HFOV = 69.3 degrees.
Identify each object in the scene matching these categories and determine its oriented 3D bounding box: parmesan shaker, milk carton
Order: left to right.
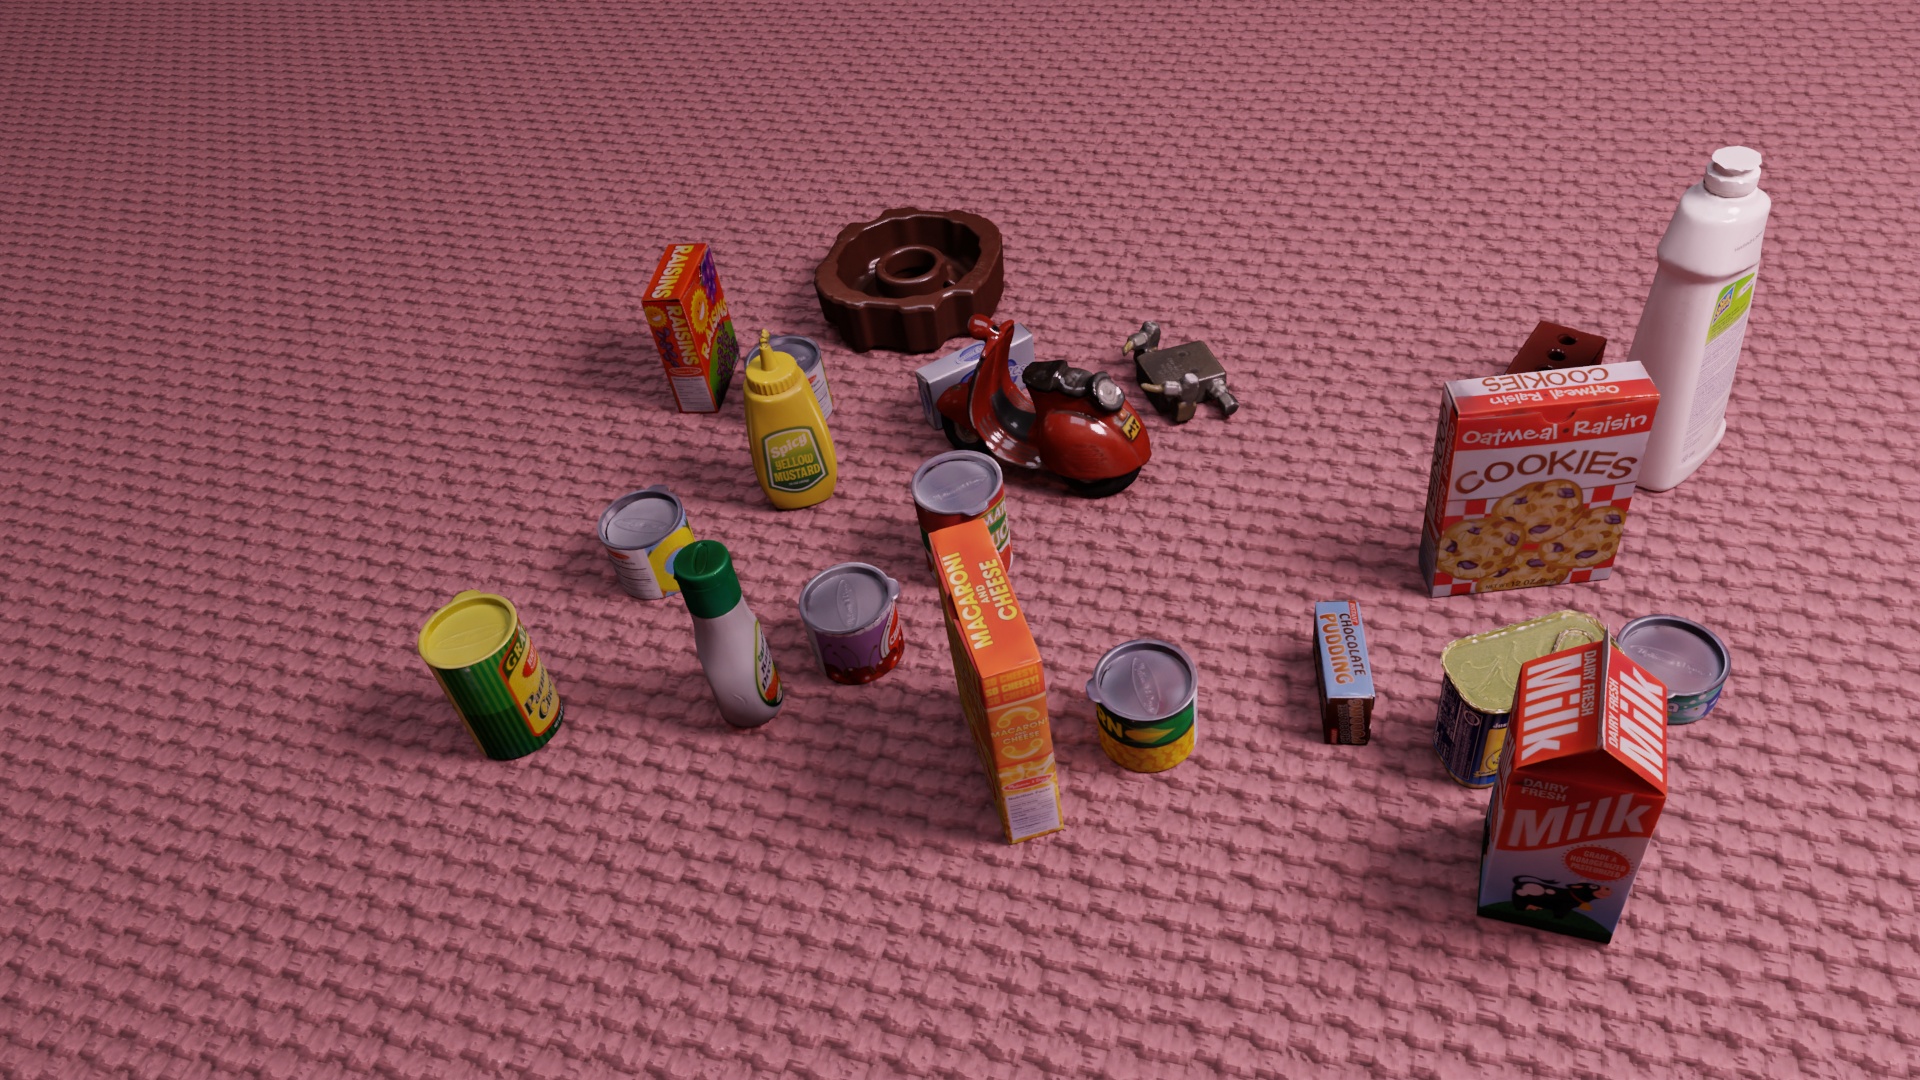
[{"bbox_3d":[-0.321,0.093,0.958,0.071,0.102,0.072,-5,45,5],"label":"parmesan shaker"},{"bbox_3d":[0.326,0.131,0.740,0.073,0.189,0.073,8,47,18],"label":"milk carton"}]

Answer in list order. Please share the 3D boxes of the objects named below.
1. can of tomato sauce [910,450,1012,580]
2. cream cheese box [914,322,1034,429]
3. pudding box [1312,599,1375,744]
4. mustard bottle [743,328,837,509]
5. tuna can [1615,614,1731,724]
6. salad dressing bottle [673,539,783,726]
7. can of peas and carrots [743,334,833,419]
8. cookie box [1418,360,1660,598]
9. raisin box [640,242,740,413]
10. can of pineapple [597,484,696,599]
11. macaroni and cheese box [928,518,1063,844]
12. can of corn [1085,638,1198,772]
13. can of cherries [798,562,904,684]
[{"bbox_3d":[0.004,-0.013,1.019,0.071,0.082,0.071,-5,45,5],"label":"can of tomato sauce"},{"bbox_3d":[0.015,-0.138,1.164,0.104,0.053,0.024,-27,47,-16],"label":"cream cheese box"},{"bbox_3d":[0.248,0.085,0.901,0.030,0.049,0.084,-2,45,9],"label":"pudding box"},{"bbox_3d":[-0.137,-0.095,1.073,0.065,0.159,0.049,-15,45,-4],"label":"mustard bottle"},{"bbox_3d":[0.446,0.083,0.878,0.071,0.032,0.071,-5,45,5],"label":"tuna can"},{"bbox_3d":[-0.155,0.063,0.926,0.044,0.146,0.064,-7,44,3],"label":"salad dressing bottle"},{"bbox_3d":[-0.147,-0.134,1.186,0.071,0.058,0.071,-5,45,5],"label":"can of peas and carrots"},{"bbox_3d":[0.376,-0.036,0.915,0.123,0.166,0.040,-6,45,4],"label":"cookie box"},{"bbox_3d":[-0.232,-0.184,1.206,0.040,0.122,0.086,1,45,11],"label":"raisin box"},{"bbox_3d":[-0.236,0.002,1.066,0.071,0.057,0.071,-5,45,5],"label":"can of pineapple"},{"bbox_3d":[0.022,0.089,0.855,0.040,0.165,0.124,-16,45,-5],"label":"macaroni and cheese box"},{"bbox_3d":[0.117,0.107,0.895,0.071,0.058,0.071,-5,45,5],"label":"can of corn"},{"bbox_3d":[-0.073,0.059,0.979,0.071,0.058,0.072,-5,45,5],"label":"can of cherries"}]
